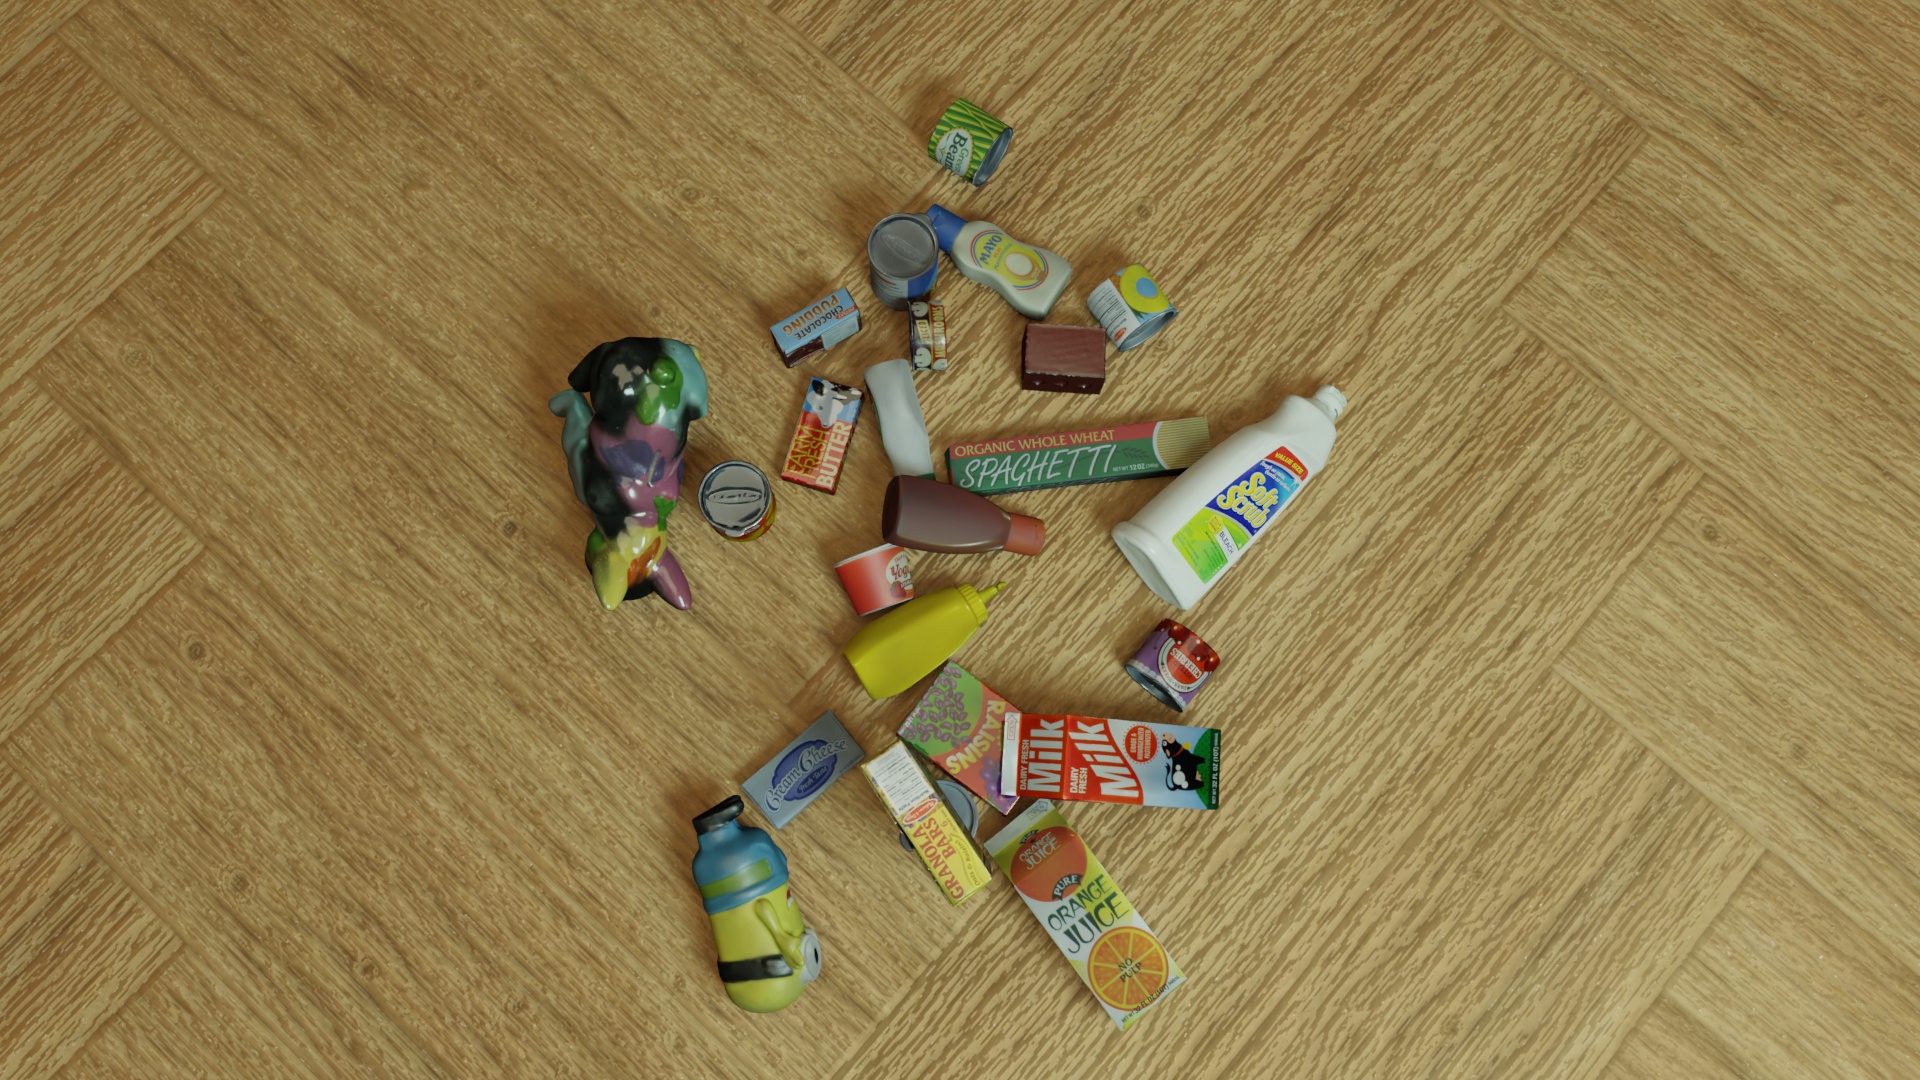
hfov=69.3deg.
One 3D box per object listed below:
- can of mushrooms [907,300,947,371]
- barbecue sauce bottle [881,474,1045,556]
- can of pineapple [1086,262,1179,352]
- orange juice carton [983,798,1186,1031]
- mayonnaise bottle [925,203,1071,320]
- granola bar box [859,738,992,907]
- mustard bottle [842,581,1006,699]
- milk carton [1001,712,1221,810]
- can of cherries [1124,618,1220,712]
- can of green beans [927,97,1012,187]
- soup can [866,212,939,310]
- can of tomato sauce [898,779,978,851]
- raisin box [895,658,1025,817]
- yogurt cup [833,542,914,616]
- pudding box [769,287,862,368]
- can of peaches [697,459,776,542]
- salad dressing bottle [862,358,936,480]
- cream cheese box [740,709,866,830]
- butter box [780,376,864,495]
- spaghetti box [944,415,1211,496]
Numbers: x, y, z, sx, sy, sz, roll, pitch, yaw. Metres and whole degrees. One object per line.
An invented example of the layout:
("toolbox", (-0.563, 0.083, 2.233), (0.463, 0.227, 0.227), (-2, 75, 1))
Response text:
("can of mushrooms", (-0.031, -0.193, 1.306), (0.033, 0.071, 0.071), (-3, 79, -3))
("barbecue sauce bottle", (0.004, -0.016, 1.259), (0.149, 0.043, 0.065), (11, 71, -23))
("can of pineapple", (0.163, -0.222, 1.320), (0.071, 0.071, 0.058), (-32, 81, -7))
("orange juice carton", (0.105, 0.320, 1.203), (0.072, 0.073, 0.193), (-36, 81, -7))
("mayonnaise bottle", (0.030, -0.273, 1.338), (0.148, 0.041, 0.065), (30, 81, 4))
("granola bar box", (-0.025, 0.218, 1.088), (0.039, 0.165, 0.124), (-34, 82, -4))
("mustard bottle", (-0.026, 0.080, 1.256), (0.160, 0.049, 0.065), (-31, 124, -11))
("milk carton", (0.125, 0.191, 1.201), (0.191, 0.073, 0.072), (7, 79, -20))
("can of cherries", (0.192, 0.112, 1.249), (0.071, 0.071, 0.058), (40, 80, 6))
("can of green beans", (0.009, -0.387, 1.348), (0.058, 0.071, 0.071), (33, 80, 6))
("soup can", (-0.052, -0.264, 1.313), (0.071, 0.083, 0.071), (0, 79, -2))
("can of tomato sauce", (-0.020, 0.244, 1.210), (0.071, 0.083, 0.071), (0, 79, -1))
("raisin box", (0.015, 0.178, 1.248), (0.123, 0.040, 0.086), (36, 79, 7))
("yogurt cup", (-0.076, 0.035, 1.263), (0.072, 0.072, 0.054), (-20, 88, -5))
("pudding box", (-0.136, -0.201, 1.315), (0.084, 0.049, 0.030), (-30, 80, -7))
("can of peaches", (-0.204, -0.033, 1.275), (0.071, 0.058, 0.071), (0, 79, -2))
("salad dressing bottle", (-0.051, -0.093, 1.292), (0.044, 0.064, 0.147), (-15, 87, 5))
("cream cheese box", (-0.140, 0.206, 1.245), (0.104, 0.024, 0.053), (-40, 82, -9))
("butter box", (-0.129, -0.098, 1.308), (0.053, 0.024, 0.103), (15, 78, 2))
("spaghetti box", (0.112, -0.077, 1.307), (0.250, 0.028, 0.050), (-7, 78, -3))
